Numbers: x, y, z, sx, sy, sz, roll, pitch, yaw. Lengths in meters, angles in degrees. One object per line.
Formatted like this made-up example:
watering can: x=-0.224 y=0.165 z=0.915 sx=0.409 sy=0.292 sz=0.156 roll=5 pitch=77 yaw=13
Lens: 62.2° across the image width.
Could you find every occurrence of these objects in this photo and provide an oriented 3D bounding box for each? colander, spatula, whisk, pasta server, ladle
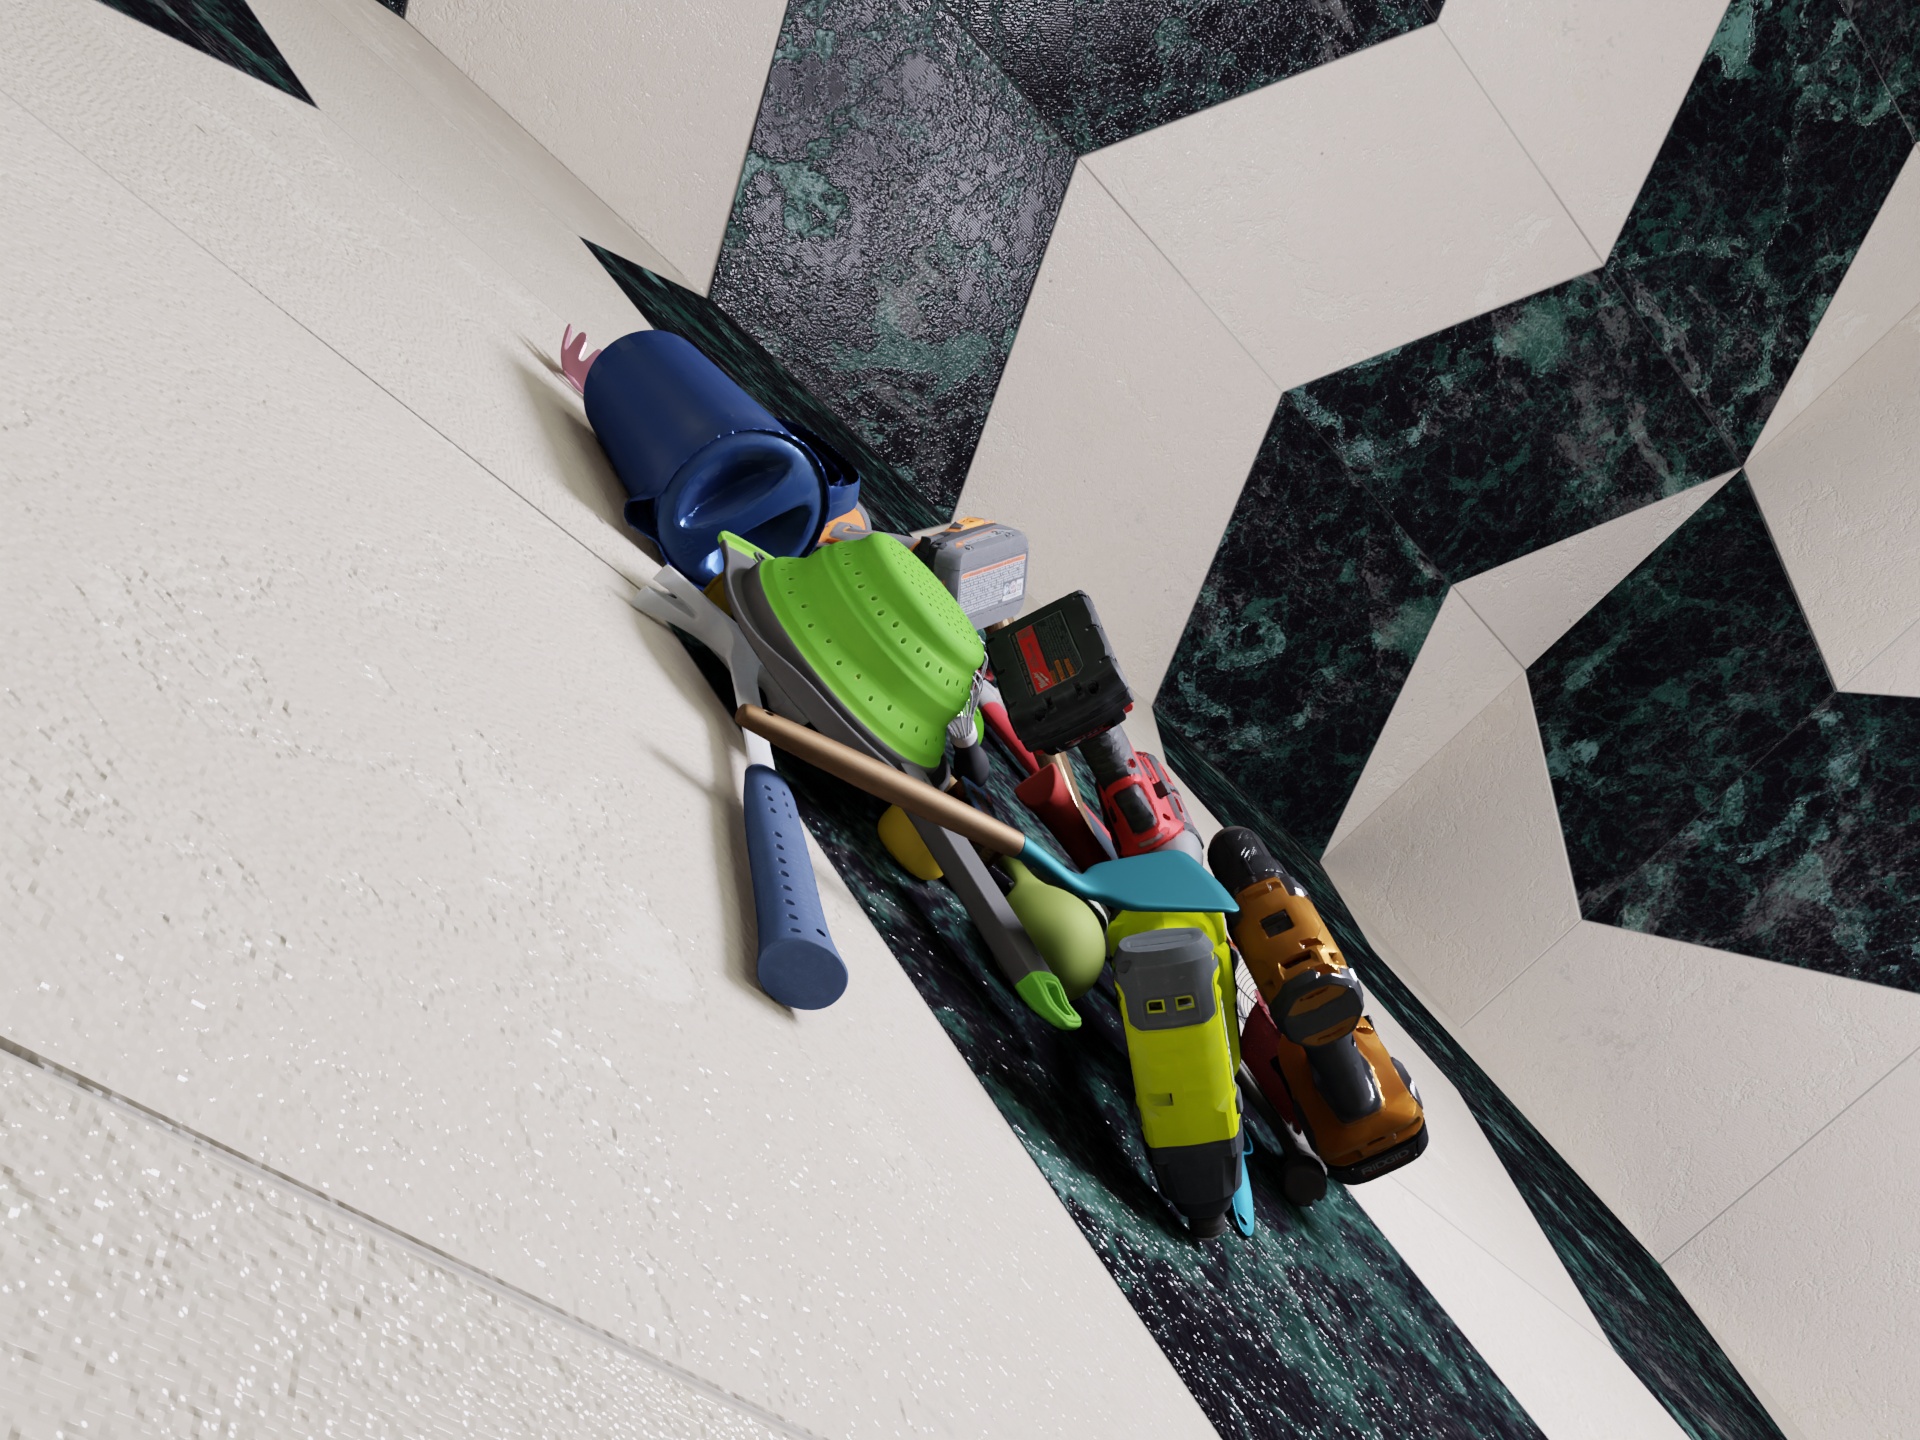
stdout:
colander: x=-0.010 y=0.008 z=0.996 sx=0.397 sy=0.094 sz=0.204 roll=56 pitch=13 yaw=26
spatula: x=0.016 y=0.051 z=0.902 sx=0.317 sy=0.044 sz=0.082 roll=27 pitch=12 yaw=-25
whisk: x=-0.002 y=-0.005 z=1.236 sx=0.070 sy=0.070 sz=0.284 roll=49 pitch=-10 yaw=21
pasta server: x=-0.230 y=-0.230 z=1.407 sx=0.316 sy=0.040 sz=0.060 roll=39 pitch=-4 yaw=-13
ladle: x=0.025 y=0.104 z=1.132 sx=0.078 sy=0.062 sz=0.320 roll=11 pitch=14 yaw=-19

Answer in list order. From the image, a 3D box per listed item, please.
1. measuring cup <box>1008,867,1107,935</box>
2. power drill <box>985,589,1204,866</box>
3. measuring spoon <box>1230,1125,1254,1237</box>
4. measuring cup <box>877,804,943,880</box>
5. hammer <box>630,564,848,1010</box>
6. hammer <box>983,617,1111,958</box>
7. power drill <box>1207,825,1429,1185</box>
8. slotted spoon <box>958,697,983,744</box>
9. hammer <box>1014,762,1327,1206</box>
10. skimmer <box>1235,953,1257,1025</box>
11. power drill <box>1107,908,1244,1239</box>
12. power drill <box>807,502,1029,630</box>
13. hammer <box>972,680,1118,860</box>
measuring cup: x=0.071 y=0.142 z=1.148 sx=0.083 sy=0.038 sz=0.167 roll=46 pitch=7 yaw=4
power drill: x=0.104 y=0.031 z=1.088 sx=0.219 sy=0.078 sz=0.143 roll=57 pitch=11 yaw=-37
measuring spoon: x=0.171 y=0.293 z=1.023 sx=0.042 sy=0.021 sz=0.129 roll=44 pitch=18 yaw=-12
measuring cup: x=-0.034 y=0.065 z=1.077 sx=0.062 sy=0.029 sz=0.157 roll=42 pitch=7 yaw=-16
hammer: x=-0.113 y=0.026 z=0.871 sx=0.144 sy=0.035 sz=0.406 roll=41 pitch=10 yaw=-25
hammer: x=0.081 y=0.046 z=1.333 sx=0.130 sy=0.031 sz=0.332 roll=28 pitch=38 yaw=-62
power drill: x=0.240 y=0.193 z=1.111 sx=0.226 sy=0.084 sz=0.186 roll=61 pitch=5 yaw=-35
slotted spoon: x=-0.085 y=-0.078 z=1.476 sx=0.313 sy=0.031 sz=0.070 roll=39 pitch=9 yaw=-25
hammer: x=0.158 y=0.186 z=1.180 sx=0.359 sy=0.036 sz=0.149 roll=55 pitch=10 yaw=0
skimmer: x=0.284 y=0.221 z=1.578 sx=0.363 sy=0.090 sz=0.127 roll=-114 pitch=-165 yaw=-74
power drill: x=0.133 y=0.194 z=0.963 sx=0.223 sy=0.080 sz=0.171 roll=-46 pitch=126 yaw=-80
power drill: x=-0.077 y=-0.131 z=1.301 sx=0.227 sy=0.084 sz=0.164 roll=17 pitch=24 yaw=30
hammer: x=0.105 y=0.085 z=1.552 sx=0.387 sy=0.038 sz=0.143 roll=51 pitch=12 yaw=31
